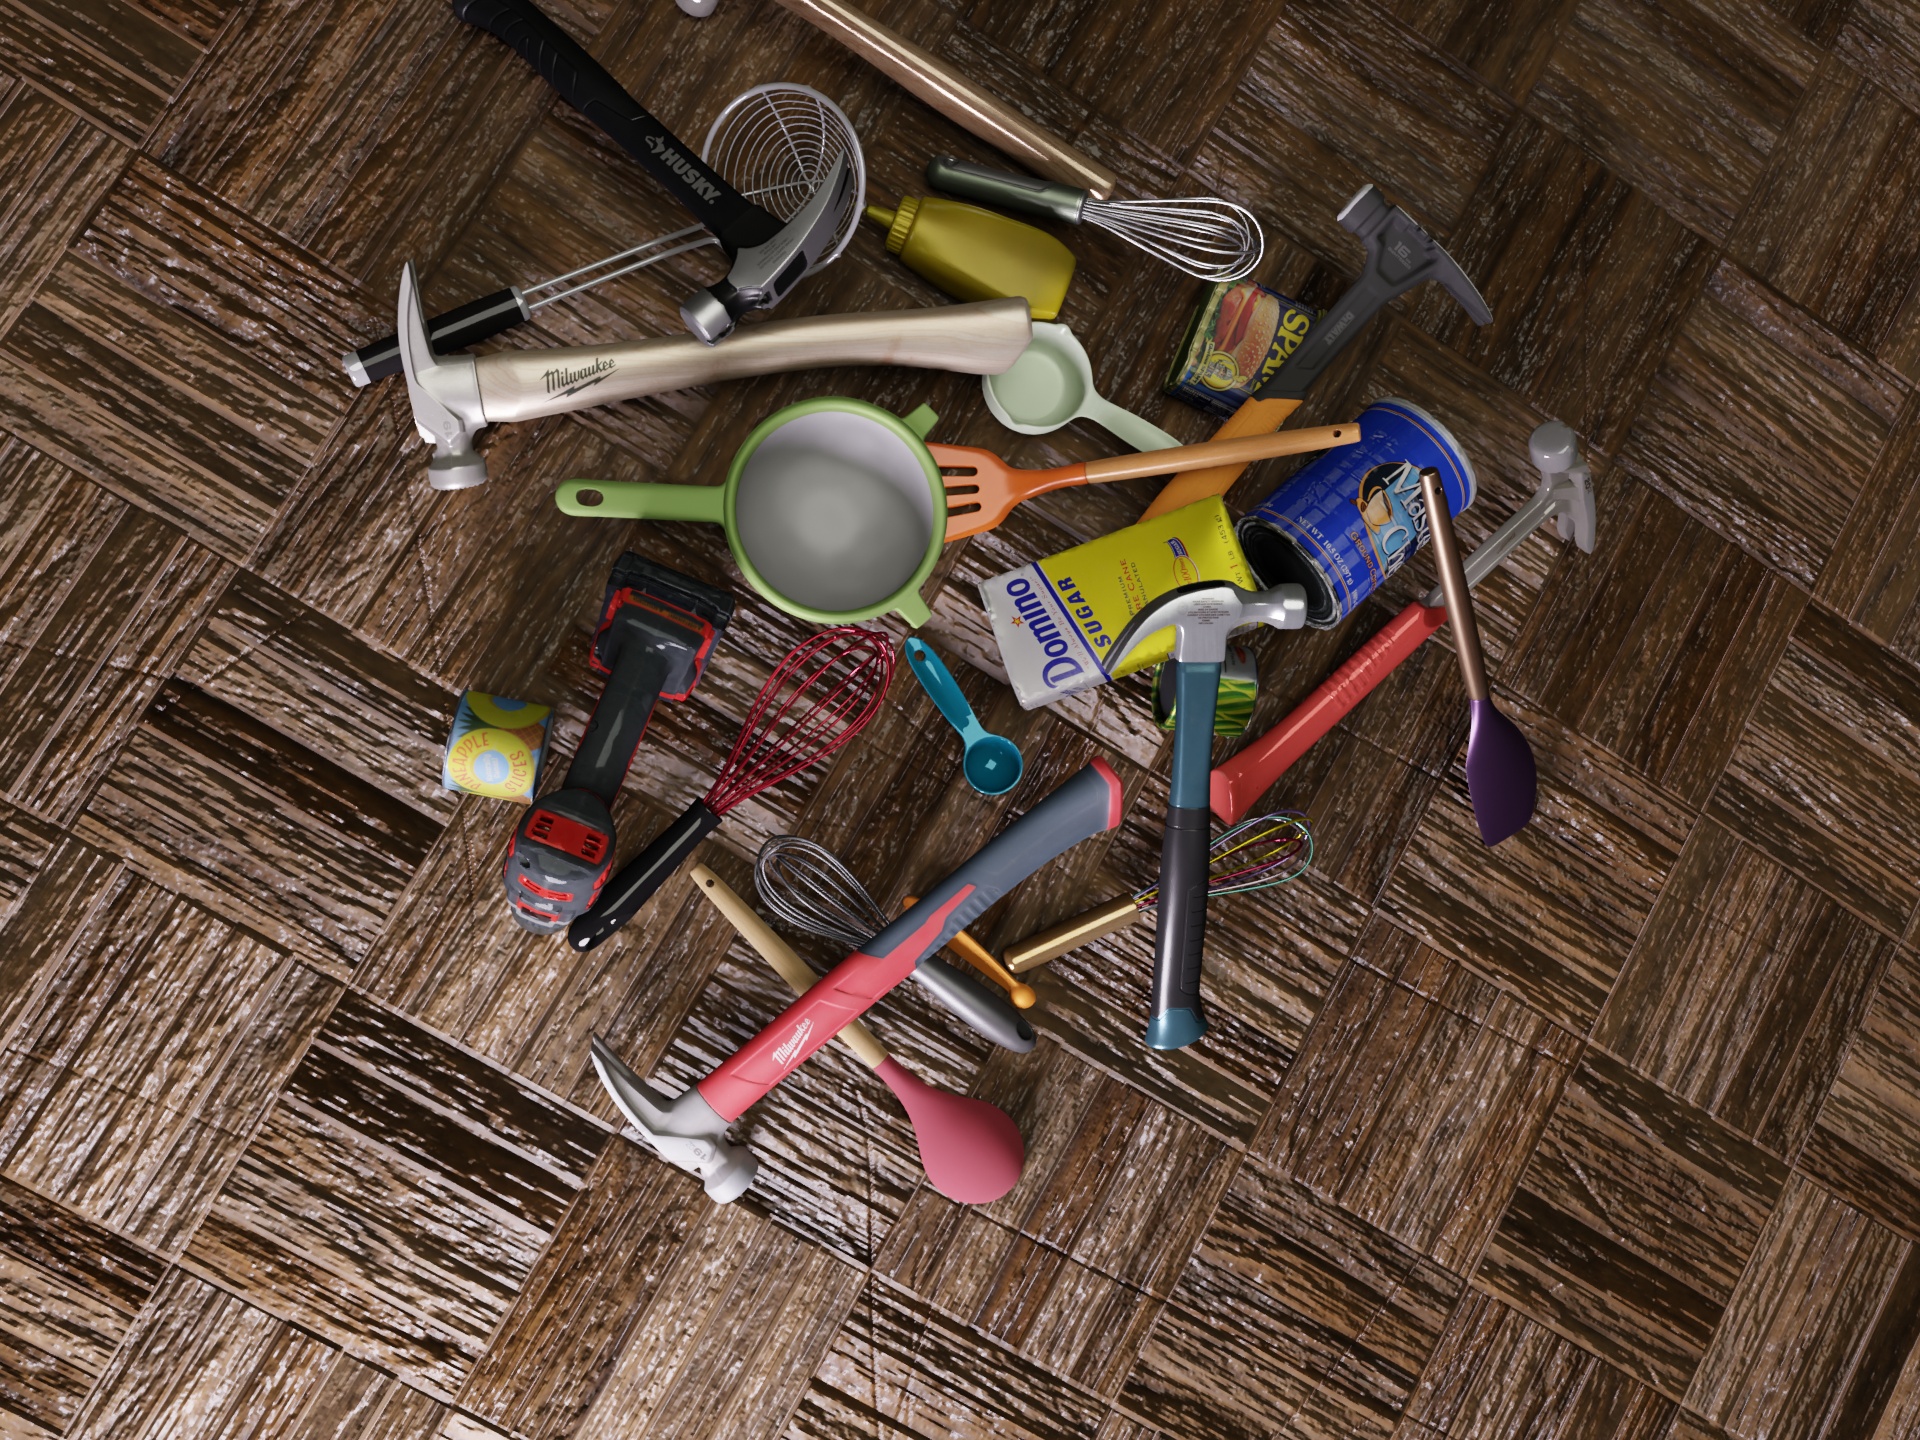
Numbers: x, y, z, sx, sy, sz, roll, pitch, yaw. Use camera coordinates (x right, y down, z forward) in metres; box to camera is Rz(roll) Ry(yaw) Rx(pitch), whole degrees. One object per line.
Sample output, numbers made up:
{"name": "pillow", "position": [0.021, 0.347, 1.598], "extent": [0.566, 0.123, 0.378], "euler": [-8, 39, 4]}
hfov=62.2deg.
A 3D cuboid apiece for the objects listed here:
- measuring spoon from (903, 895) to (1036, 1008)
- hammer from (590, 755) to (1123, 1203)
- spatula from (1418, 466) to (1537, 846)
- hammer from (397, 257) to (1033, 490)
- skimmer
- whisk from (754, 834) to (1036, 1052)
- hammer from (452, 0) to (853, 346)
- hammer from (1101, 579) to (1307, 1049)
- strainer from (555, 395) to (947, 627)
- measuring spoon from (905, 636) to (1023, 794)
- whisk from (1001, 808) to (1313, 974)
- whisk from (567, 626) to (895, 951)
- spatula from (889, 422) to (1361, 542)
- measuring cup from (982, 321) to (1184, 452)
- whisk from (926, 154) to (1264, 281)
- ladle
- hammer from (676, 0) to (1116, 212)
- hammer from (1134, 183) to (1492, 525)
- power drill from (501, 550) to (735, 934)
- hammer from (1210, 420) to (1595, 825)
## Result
{"name": "measuring spoon", "position": [0.005, 0.162, 1.104], "extent": [0.117, 0.021, 0.011], "euler": [40, 39, -1]}
{"name": "hammer", "position": [-0.057, 0.145, 1.041], "extent": [0.386, 0.038, 0.143], "euler": [-40, 105, 1]}
{"name": "spatula", "position": [0.363, -0.040, 1.123], "extent": [0.060, 0.018, 0.315], "euler": [-30, 121, -11]}
{"name": "hammer", "position": [-0.156, -0.252, 1.053], "extent": [0.410, 0.038, 0.146], "euler": [-9, 113, -8]}
{"name": "skimmer", "position": [-0.236, -0.308, 1.052], "extent": [0.363, 0.090, 0.127], "euler": [-26, 94, -11]}
{"name": "whisk", "position": [-0.042, 0.158, 1.087], "extent": [0.239, 0.055, 0.055], "euler": [37, 81, -11]}
{"name": "hammer", "position": [-0.215, -0.394, 1.034], "extent": [0.146, 0.035, 0.335], "euler": [-43, 75, -7]}
{"name": "hammer", "position": [0.155, 0.069, 1.071], "extent": [0.128, 0.033, 0.331], "euler": [1, 107, -2]}
{"name": "strainer", "position": [-0.139, -0.141, 1.072], "extent": [0.256, 0.069, 0.151], "euler": [2, 90, -10]}
{"name": "measuring spoon", "position": [-0.002, -0.004, 1.121], "extent": [0.042, 0.021, 0.128], "euler": [-32, 84, -10]}
{"name": "whisk", "position": [0.143, 0.125, 1.129], "extent": [0.245, 0.047, 0.051], "euler": [-24, 93, -7]}
{"name": "whisk", "position": [-0.154, 0.045, 1.064], "extent": [0.073, 0.073, 0.296], "euler": [45, 87, -6]}
{"name": "spatula", "position": [0.109, -0.174, 1.092], "extent": [0.322, 0.041, 0.081], "euler": [-6, 88, 19]}
{"name": "measuring cup", "position": [0.091, -0.220, 1.138], "extent": [0.167, 0.038, 0.083], "euler": [28, 82, -10]}
{"name": "whisk", "position": [0.093, -0.359, 1.117], "extent": [0.246, 0.059, 0.058], "euler": [17, 44, 8]}
{"name": "ladle", "position": [-0.072, 0.213, 1.089], "extent": [0.069, 0.031, 0.315], "euler": [-44, 94, -10]}
{"name": "hammer", "position": [-0.033, -0.454, 1.099], "extent": [0.331, 0.130, 0.031], "euler": [28, 67, -17]}
{"name": "hammer", "position": [0.211, -0.202, 1.109], "extent": [0.127, 0.034, 0.337], "euler": [42, 99, -6]}
{"name": "power drill", "position": [-0.228, 0.027, 1.012], "extent": [0.080, 0.188, 0.227], "euler": [23, 65, -10]}
{"name": "hammer", "position": [0.318, -0.054, 1.151], "extent": [0.359, 0.149, 0.037], "euler": [-43, 54, -1]}
